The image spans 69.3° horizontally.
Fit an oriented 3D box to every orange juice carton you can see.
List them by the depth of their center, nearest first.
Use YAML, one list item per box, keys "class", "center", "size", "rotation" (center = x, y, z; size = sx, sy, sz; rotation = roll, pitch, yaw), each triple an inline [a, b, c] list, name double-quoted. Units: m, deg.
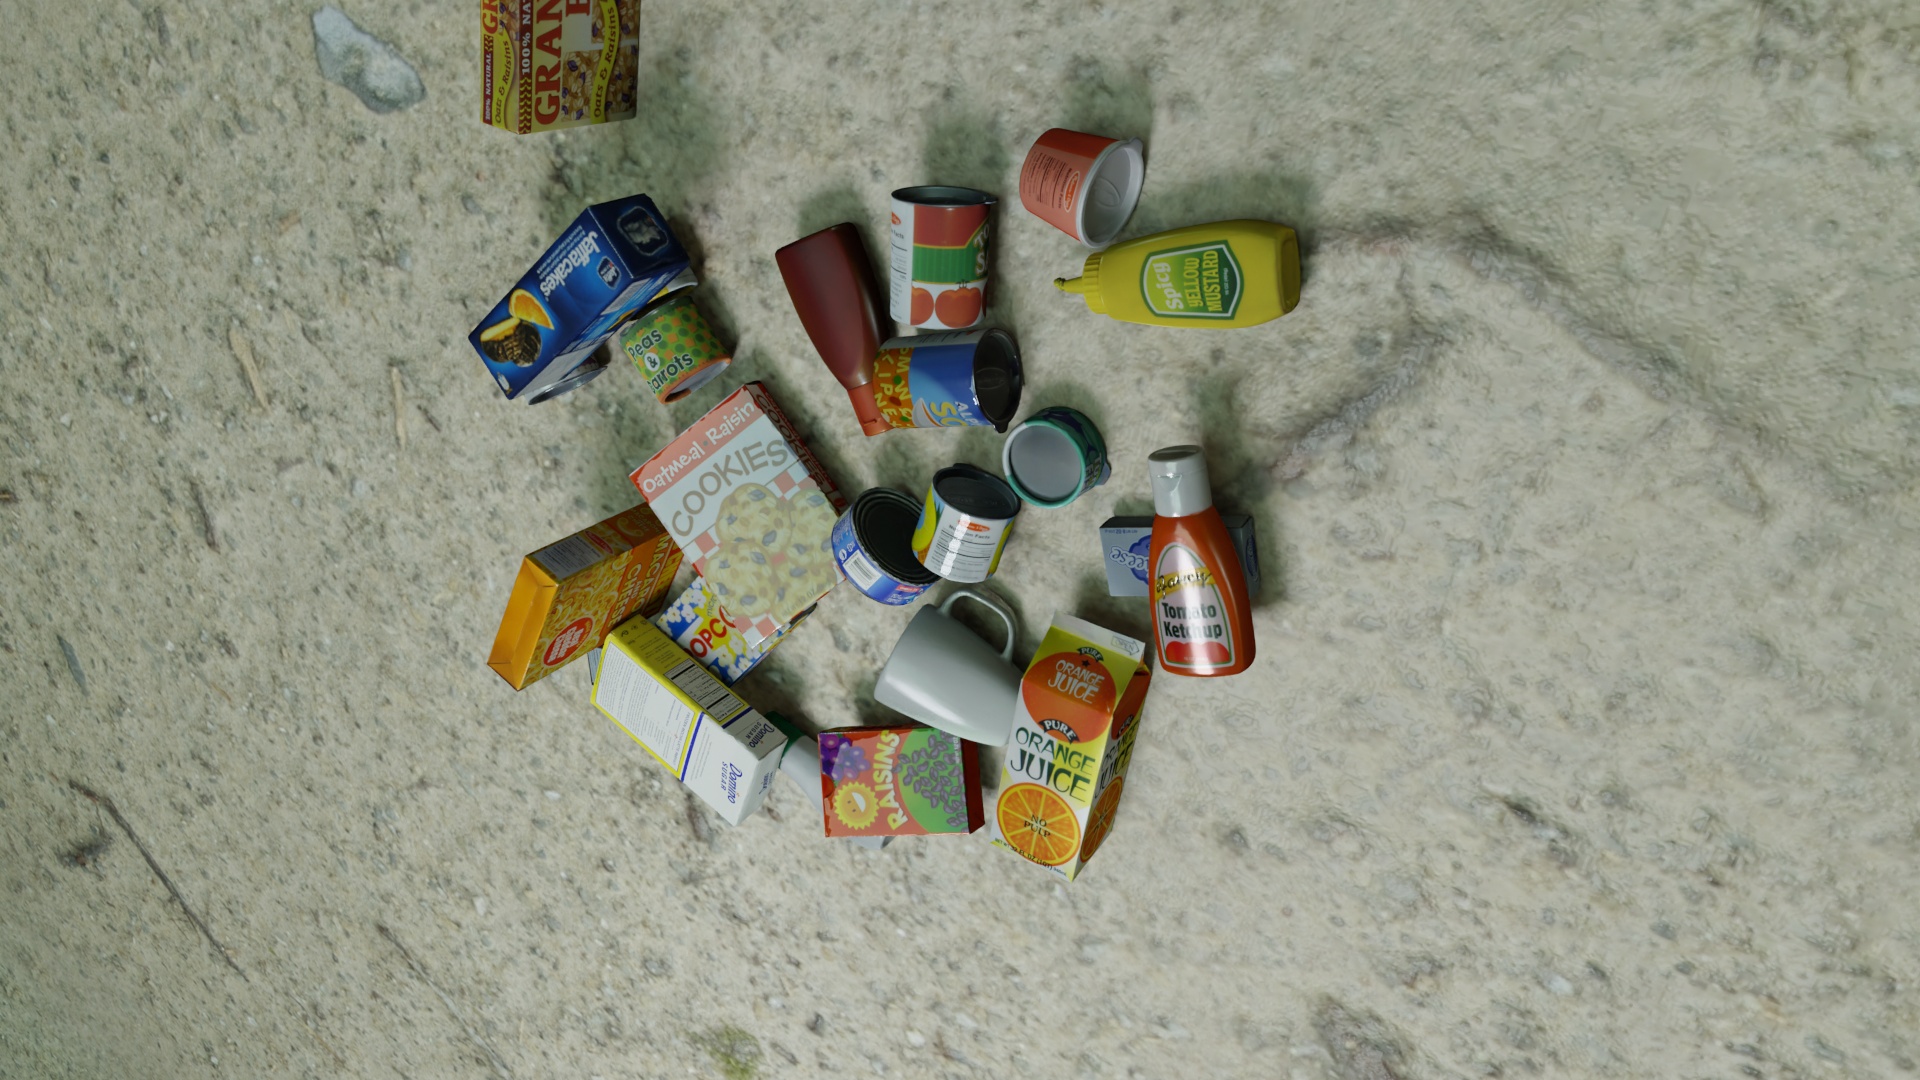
- class: "orange juice carton"
  center: [0.082, 0.143, 1.006]
  size: [0.072, 0.073, 0.191]
  rotation: [22, 119, 22]

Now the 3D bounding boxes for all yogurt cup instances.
- class: "yogurt cup"
  center: [0.073, -0.223, 0.866]
  size: [0.054, 0.073, 0.072]
  rotation: [29, 122, 28]

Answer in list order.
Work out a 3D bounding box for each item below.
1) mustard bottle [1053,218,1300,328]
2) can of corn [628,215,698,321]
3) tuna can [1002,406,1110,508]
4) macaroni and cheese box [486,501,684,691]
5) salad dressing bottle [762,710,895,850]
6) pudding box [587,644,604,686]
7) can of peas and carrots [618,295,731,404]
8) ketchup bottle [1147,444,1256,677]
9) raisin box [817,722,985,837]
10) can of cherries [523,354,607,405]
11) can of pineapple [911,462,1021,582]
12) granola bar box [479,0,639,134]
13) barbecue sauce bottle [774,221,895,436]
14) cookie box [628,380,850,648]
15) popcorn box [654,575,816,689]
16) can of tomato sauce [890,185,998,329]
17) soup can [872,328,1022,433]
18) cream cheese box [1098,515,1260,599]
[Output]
- class: "mustard bottle"
  center: [0.128, -0.162, 0.866]
  size: [0.160, 0.049, 0.065]
  rotation: [1, 108, 31]
- class: "can of corn"
  center: [-0.244, -0.206, 1.061]
  size: [0.071, 0.071, 0.058]
  rotation: [-24, 97, 36]
- class: "tuna can"
  center: [0.066, -0.056, 0.958]
  size: [0.071, 0.033, 0.070]
  rotation: [12, 116, 27]
- class: "macaroni and cheese box"
  center: [-0.297, 0.037, 1.132]
  size: [0.040, 0.167, 0.123]
  rotation: [39, 124, 12]
- class: "salad dressing bottle"
  center: [-0.112, 0.198, 1.165]
  size: [0.148, 0.044, 0.064]
  rotation: [34, 120, 16]
- class: "pudding box"
  center: [-0.309, 0.094, 1.247]
  size: [0.049, 0.030, 0.083]
  rotation: [10, 114, 29]
- class: "can of peas and carrots"
  center: [-0.220, -0.146, 1.069]
  size: [0.070, 0.071, 0.058]
  rotation: [-33, 92, 36]
- class: "ketchup bottle"
  center: [0.150, 0.013, 0.898]
  size: [0.064, 0.044, 0.148]
  rotation: [-1, 109, 32]
- class: "raisin box"
  center: [-0.048, 0.188, 1.095]
  size: [0.123, 0.040, 0.086]
  rotation: [-6, 89, 20]
- class: "can of cherries"
  center: [-0.335, -0.152, 1.142]
  size: [0.071, 0.072, 0.058]
  rotation: [-23, 96, 36]
- class: "can of pineapple"
  center: [0.004, -0.012, 0.995]
  size: [0.071, 0.071, 0.057]
  rotation: [31, 123, 17]
- class: "granola bar box"
  center: [-0.280, -0.378, 0.976]
  size: [0.039, 0.125, 0.164]
  rotation: [21, 119, 21]
- class: "barbecue sauce bottle"
  center: [-0.079, -0.149, 1.000]
  size: [0.064, 0.044, 0.148]
  rotation: [-14, 103, 35]
- class: "cookie box"
  center: [-0.159, -0.021, 1.079]
  size: [0.123, 0.040, 0.167]
  rotation: [-36, 89, 14]
- class: "popcorn box"
  center: [-0.189, 0.063, 1.157]
  size: [0.085, 0.038, 0.126]
  rotation: [50, 126, 4]
- class: "can of tomato sauce"
  center: [-0.012, -0.190, 0.930]
  size: [0.071, 0.071, 0.082]
  rotation: [15, 117, 25]
- class: "soup can"
  center: [-0.009, -0.108, 0.960]
  size: [0.083, 0.072, 0.071]
  rotation: [0, 110, 32]
- class: "cream cheese box"
  center: [0.149, 0.011, 0.942]
  size: [0.104, 0.024, 0.053]
  rotation: [0, 111, 31]
